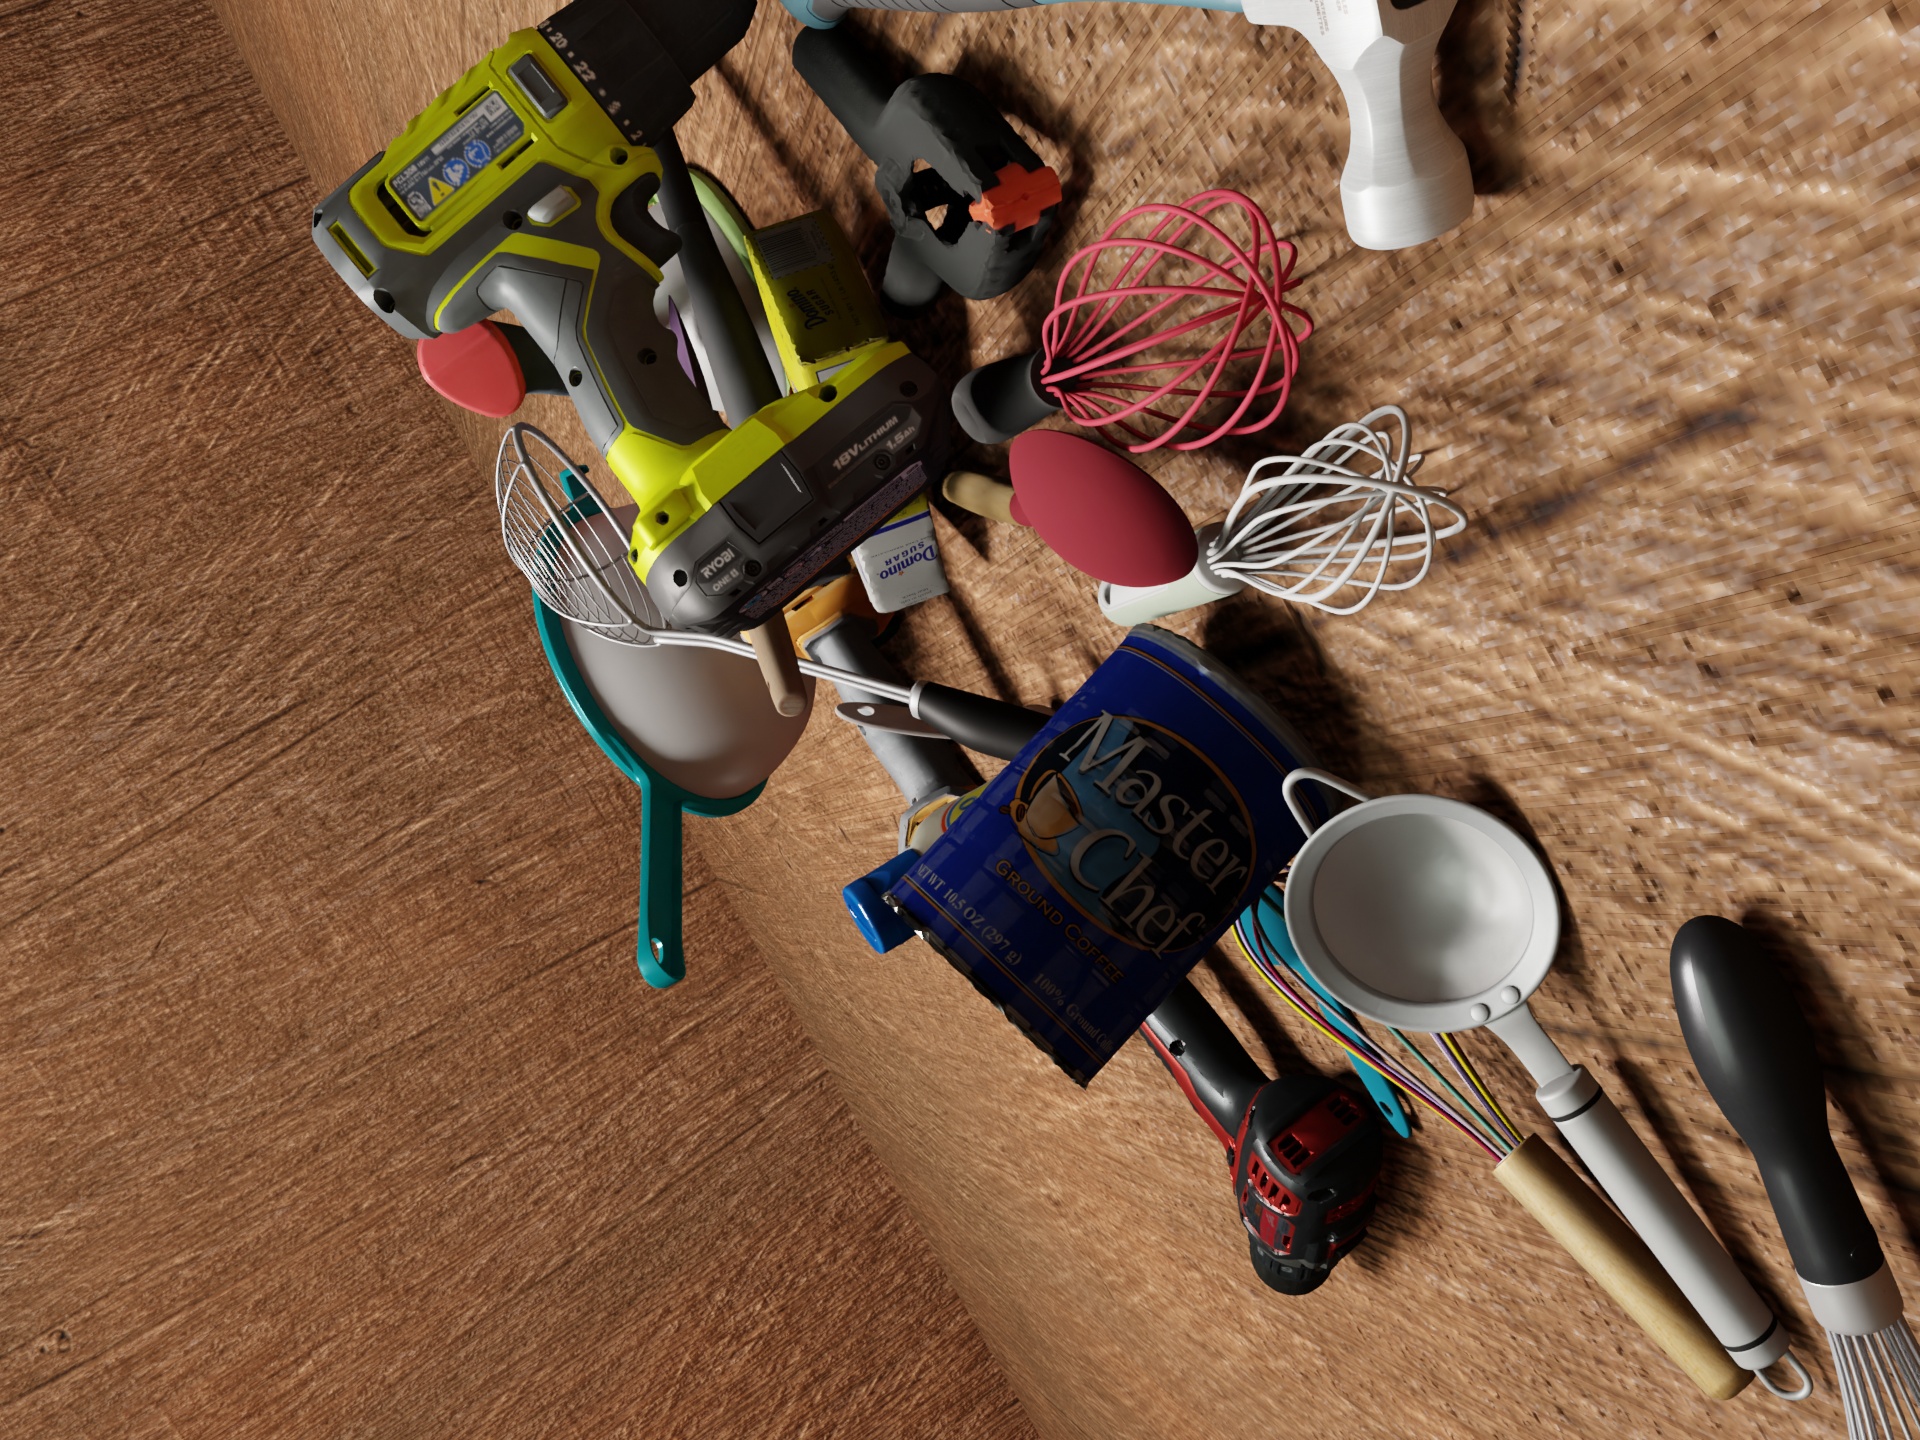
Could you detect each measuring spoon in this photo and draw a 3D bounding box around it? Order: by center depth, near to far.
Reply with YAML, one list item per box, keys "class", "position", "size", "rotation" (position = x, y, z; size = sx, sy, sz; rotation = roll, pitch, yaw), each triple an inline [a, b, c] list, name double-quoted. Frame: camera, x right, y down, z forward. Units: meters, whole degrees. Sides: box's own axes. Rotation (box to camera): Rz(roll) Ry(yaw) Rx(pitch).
- class: "measuring spoon"
  position: [0.153, 0.128, 0.689]
  size: [0.129, 0.021, 0.042]
  rotation: [59, 164, 7]
- class: "measuring spoon"
  position: [-0.001, -0.003, 0.784]
  size: [0.034, 0.124, 0.018]
  rotation: [-113, 36, -51]

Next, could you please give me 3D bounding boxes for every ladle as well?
- class: "ladle"
  position: [0.020, -0.086, 0.617]
  size: [0.069, 0.031, 0.315]
  rotation: [42, -179, -15]

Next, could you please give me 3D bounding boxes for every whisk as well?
- class: "whisk"
  position: [0.254, 0.182, 0.432]
  size: [0.284, 0.070, 0.070]
  rotation: [67, 164, -4]
- class: "whisk"
  position: [0.089, -0.055, 0.523]
  size: [0.246, 0.059, 0.058]
  rotation: [168, 113, -78]
- class: "whisk"
  position: [0.040, -0.119, 0.541]
  size: [0.073, 0.073, 0.296]
  rotation: [63, 170, -11]
- class: "whisk"
  position: [0.187, 0.138, 0.580]
  size: [0.245, 0.047, 0.051]
  rotation: [47, 172, 24]

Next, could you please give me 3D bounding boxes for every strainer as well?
- class: "strainer"
  position: [0.192, 0.114, 0.518]
  size: [0.087, 0.050, 0.258]
  rotation: [-38, 86, 30]
- class: "strainer"
  position: [-0.131, -0.217, 0.855]
  size: [0.256, 0.069, 0.151]
  rotation: [29, 146, 64]
- class: "strainer"
  position: [-0.144, -0.007, 0.922]
  size: [0.210, 0.095, 0.341]
  rotation: [42, -151, -41]

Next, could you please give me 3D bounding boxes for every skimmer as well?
- class: "skimmer"
  position: [-0.064, -0.054, 0.756]
  size: [0.363, 0.090, 0.127]
  rotation: [17, 171, 16]

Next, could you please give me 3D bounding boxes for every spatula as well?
- class: "spatula"
  position: [-0.109, -0.109, 0.730]
  size: [0.316, 0.018, 0.059]
  rotation: [-113, 14, -45]

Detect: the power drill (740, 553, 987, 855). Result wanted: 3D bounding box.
- class: "power drill"
  position: [-0.029, 0.003, 0.888]
  size: [0.226, 0.084, 0.185]
  rotation: [57, -173, 10]

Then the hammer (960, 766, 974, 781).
- class: "hammer"
  position: [-0.092, -0.076, 1.051]
  size: [0.359, 0.036, 0.149]
  rotation: [54, 163, 22]

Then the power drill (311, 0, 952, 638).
- class: "power drill"
  position: [-0.107, -0.165, 0.605]
  size: [0.228, 0.190, 0.080]
  rotation: [51, -177, 3]

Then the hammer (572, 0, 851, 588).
- class: "hammer"
  position: [-0.118, -0.209, 0.729]
  size: [0.146, 0.035, 0.335]
  rotation: [79, 171, -76]

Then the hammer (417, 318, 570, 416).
- class: "hammer"
  position: [-0.212, -0.199, 0.835]
  size: [0.143, 0.038, 0.386]
  rotation: [57, -174, -8]

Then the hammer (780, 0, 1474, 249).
- class: "hammer"
  position: [0.017, -0.222, 0.464]
  size: [0.331, 0.033, 0.128]
  rotation: [38, 154, 53]

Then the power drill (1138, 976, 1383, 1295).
- class: "power drill"
  position: [0.118, 0.185, 0.811]
  size: [0.227, 0.080, 0.187]
  rotation: [46, 160, 32]
